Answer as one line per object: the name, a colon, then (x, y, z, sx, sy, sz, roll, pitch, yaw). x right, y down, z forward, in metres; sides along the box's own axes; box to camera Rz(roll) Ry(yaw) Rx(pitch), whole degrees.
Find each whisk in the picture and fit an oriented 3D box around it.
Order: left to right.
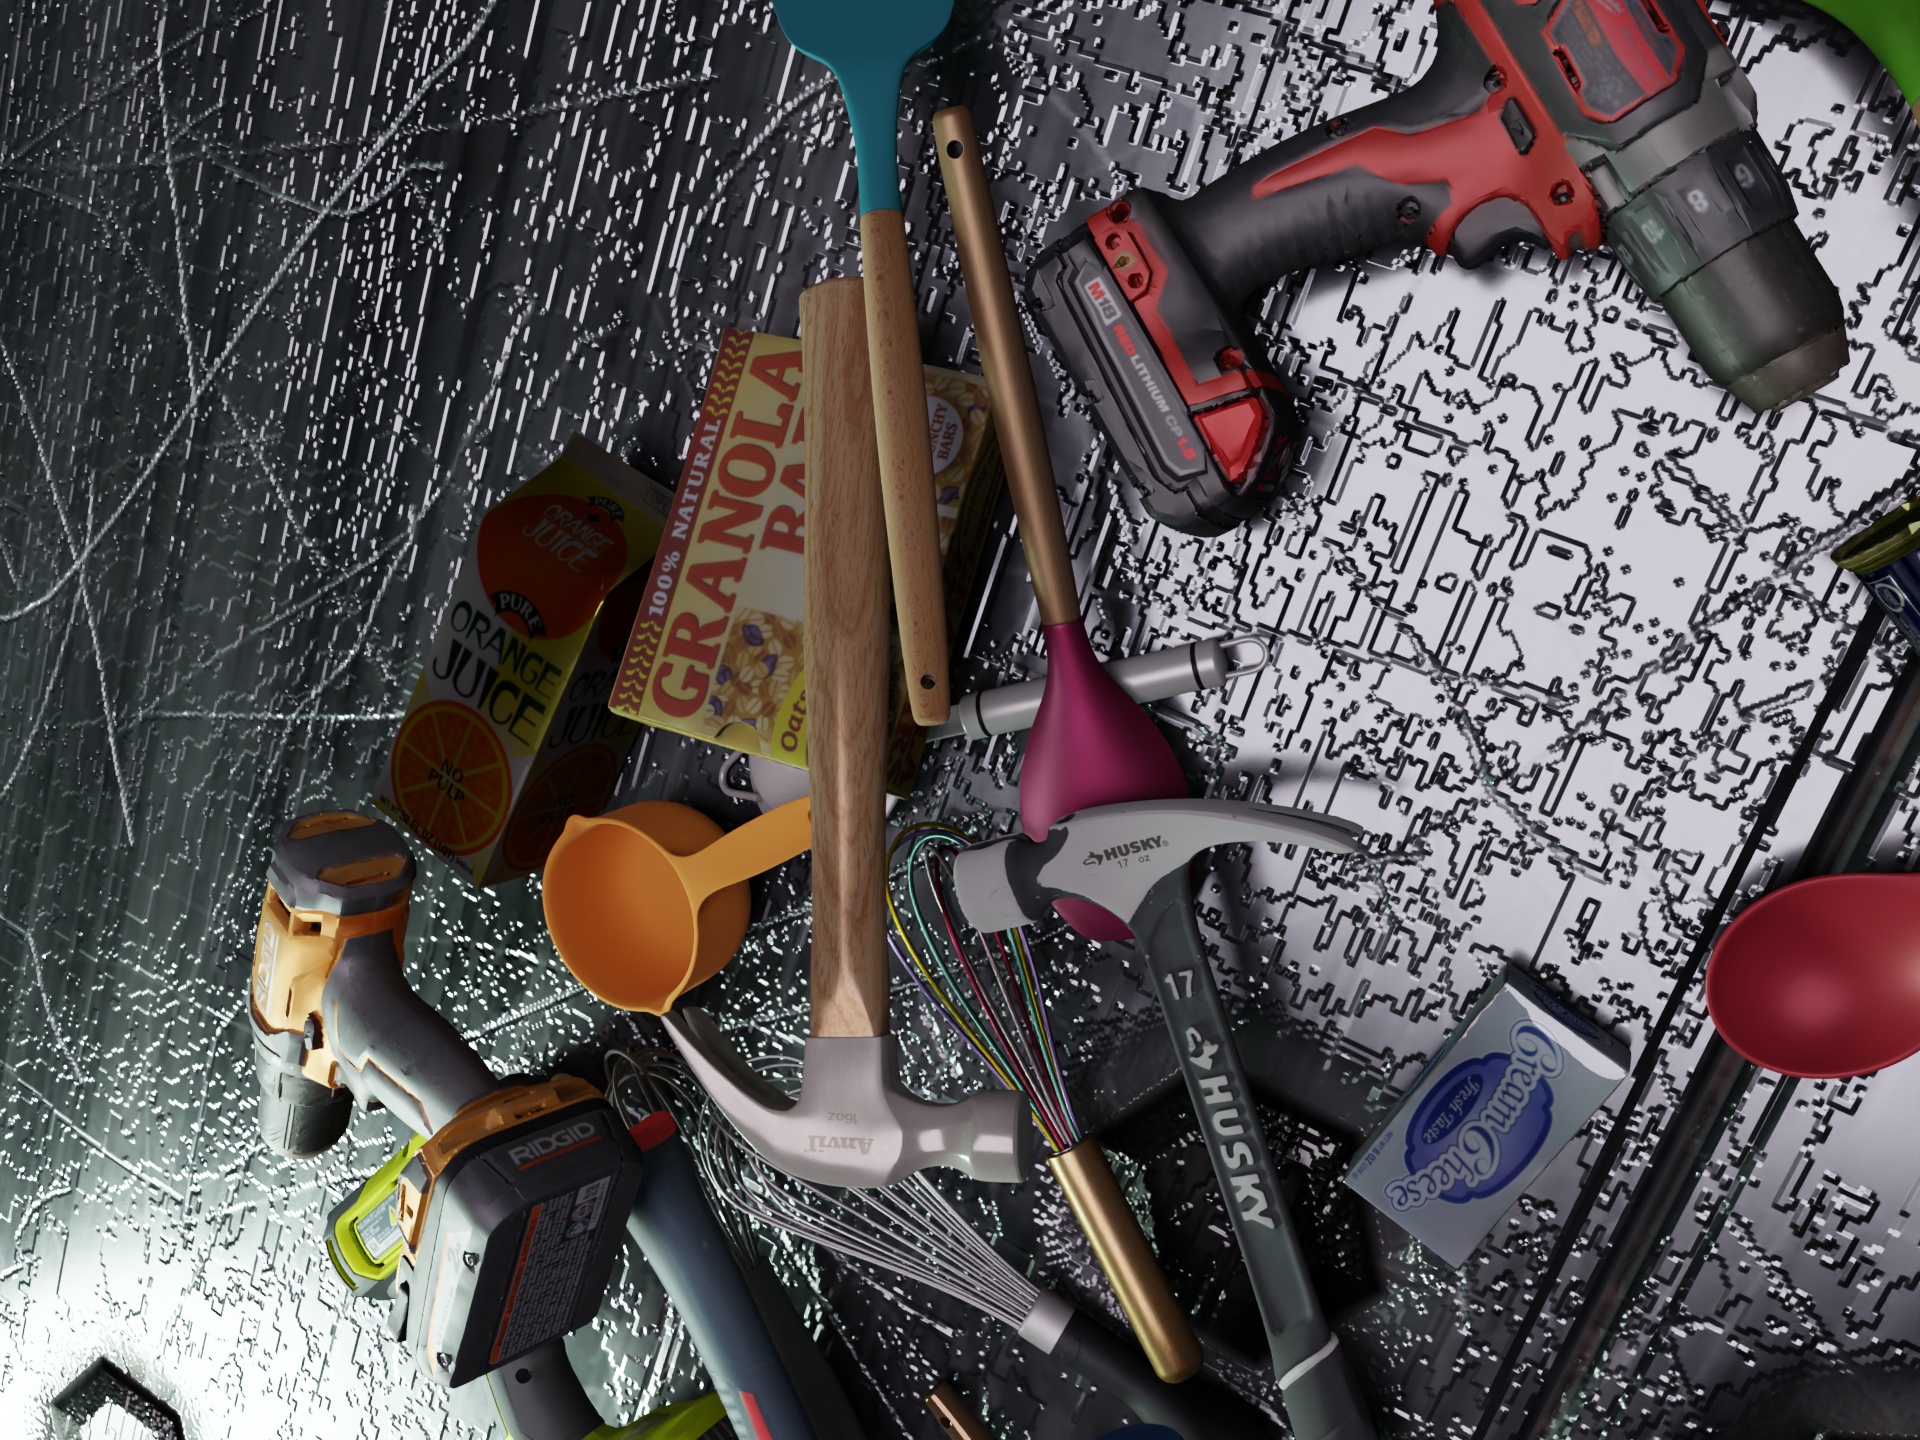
whisk: (-0.100, 0.253, 0.727, 0.055, 0.055, 0.239, -28, 90, 25)
whisk: (0.008, 0.236, 0.672, 0.285, 0.070, 0.070, 31, 109, 13)
whisk: (0.038, 0.150, 0.645, 0.051, 0.047, 0.245, -30, 84, 30)

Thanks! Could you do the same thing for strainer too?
strainer: (-0.001, -0.002, 0.648, 0.258, 0.050, 0.087, -13, 78, 22)

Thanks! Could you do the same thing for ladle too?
ladle: (0.351, 0.020, 0.450, 0.069, 0.031, 0.315, 48, 133, 5)

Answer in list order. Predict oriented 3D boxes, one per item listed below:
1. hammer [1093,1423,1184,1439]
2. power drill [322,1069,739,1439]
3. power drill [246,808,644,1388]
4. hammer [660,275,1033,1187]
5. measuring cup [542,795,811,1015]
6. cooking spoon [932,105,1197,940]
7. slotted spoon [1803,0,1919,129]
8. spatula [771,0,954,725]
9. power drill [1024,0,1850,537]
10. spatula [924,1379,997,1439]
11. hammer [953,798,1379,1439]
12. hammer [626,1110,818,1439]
hammer: (0.144, 0.443, 0.599, 0.144, 0.035, 0.405, -16, 103, 33)
power drill: (-0.195, 0.287, 0.757, 0.171, 0.080, 0.223, -40, 78, 25)
power drill: (-0.241, 0.173, 0.686, 0.226, 0.084, 0.185, 41, 124, 31)
hammer: (-0.044, -0.001, 0.583, 0.130, 0.031, 0.331, -4, 81, 14)
measuring cup: (-0.104, 0.063, 0.687, 0.173, 0.052, 0.095, -27, 88, 30)
cooking spoon: (0.032, -0.062, 0.590, 0.069, 0.017, 0.318, -9, 106, 15)
slotted spoon: (0.292, -0.159, 0.459, 0.070, 0.031, 0.314, -26, 71, 26)
spatula: (-0.024, -0.154, 0.580, 0.082, 0.044, 0.317, -5, 83, -2)
power drill: (0.157, -0.146, 0.536, 0.226, 0.080, 0.188, -31, 85, 22)
spatula: (0.092, 0.412, 0.677, 0.316, 0.018, 0.059, 48, 121, 10)
hammer: (0.130, 0.221, 0.598, 0.149, 0.036, 0.409, -17, 95, 24)
hammer: (-0.046, 0.342, 0.669, 0.143, 0.038, 0.386, -24, 91, 31)
